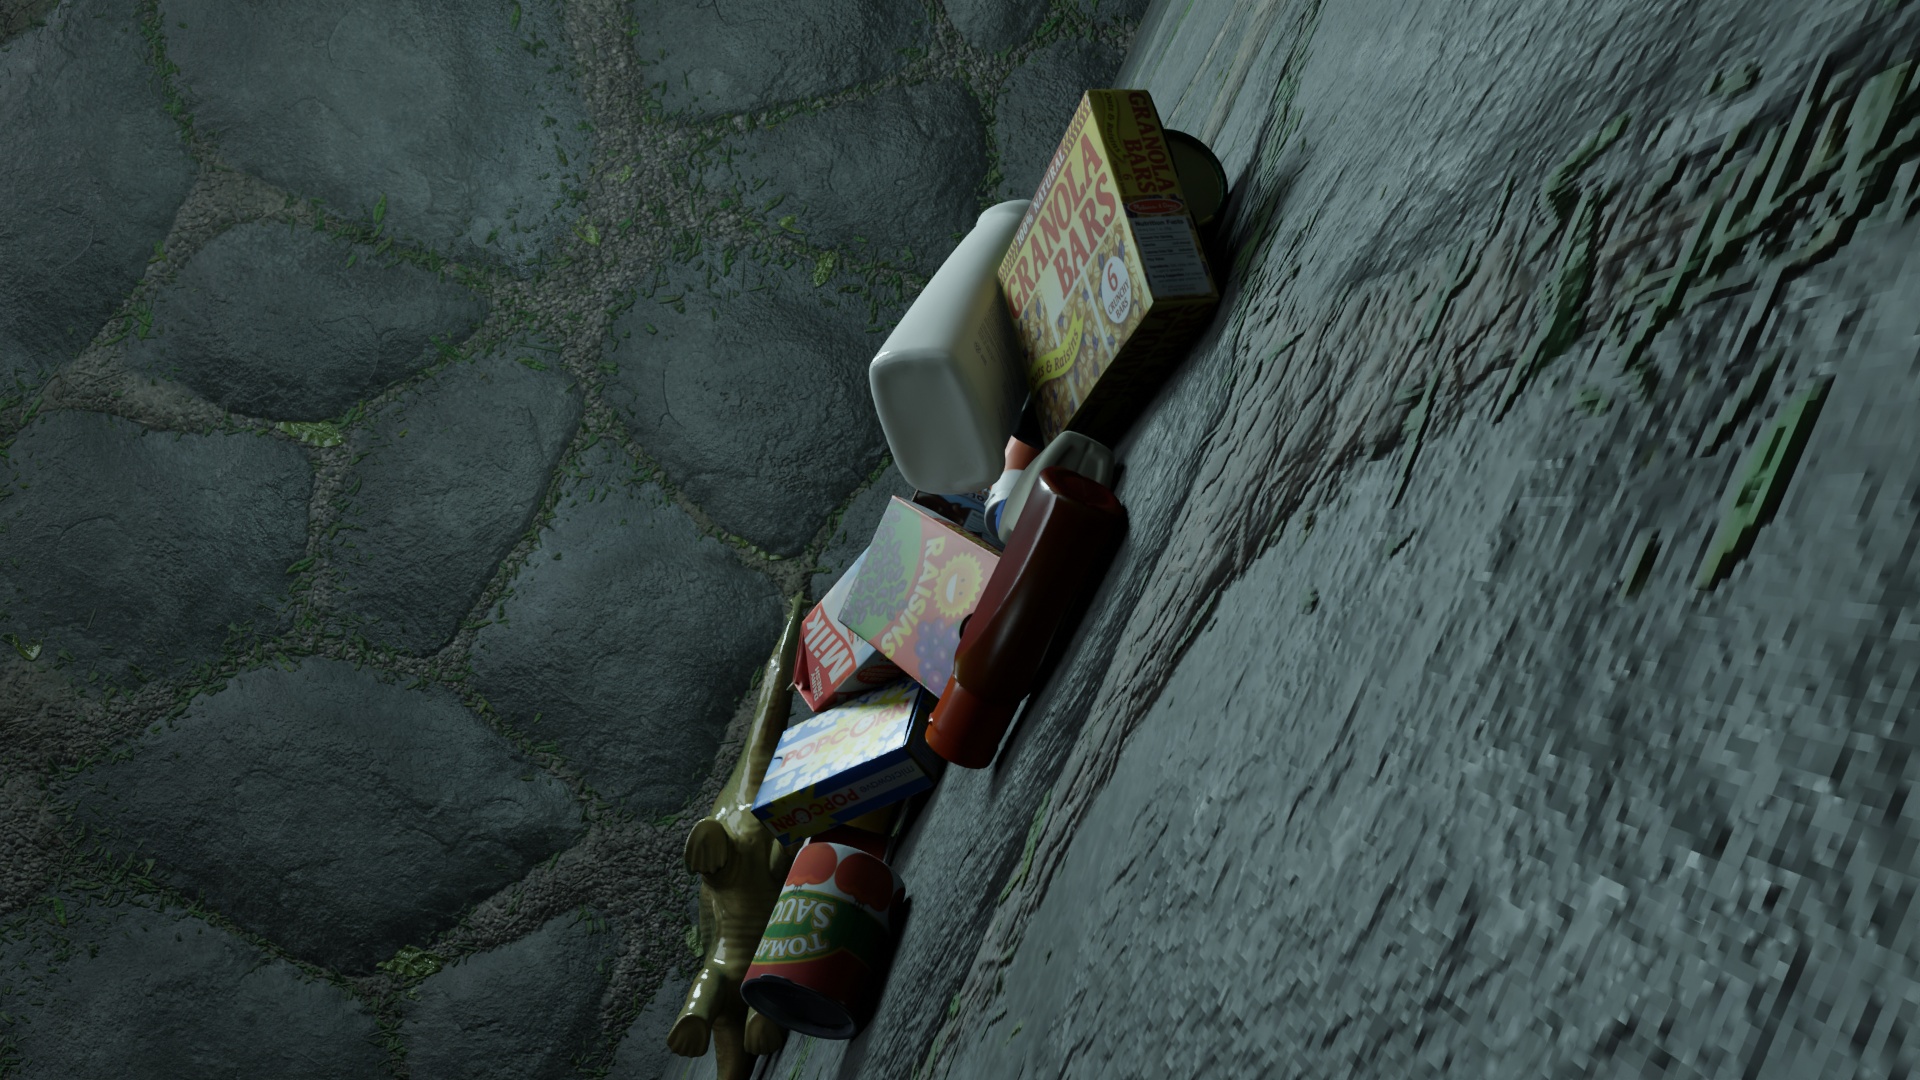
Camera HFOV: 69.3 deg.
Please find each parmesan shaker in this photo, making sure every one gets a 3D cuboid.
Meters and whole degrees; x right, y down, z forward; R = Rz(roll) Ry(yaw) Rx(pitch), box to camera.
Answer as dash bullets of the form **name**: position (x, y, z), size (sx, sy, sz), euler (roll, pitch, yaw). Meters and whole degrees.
- **parmesan shaker**: position (0.106, -0.182, 0.801), size (0.071, 0.071, 0.102), euler (-67, 7, -23)

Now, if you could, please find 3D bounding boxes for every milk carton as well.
- **milk carton**: position (-0.053, 0.067, 0.957), size (0.189, 0.072, 0.074), euler (-45, 47, 47)

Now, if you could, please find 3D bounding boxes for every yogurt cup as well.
- **yogurt cup**: position (-0.081, 0.219, 0.923), size (0.072, 0.054, 0.072), euler (-151, 85, -86)

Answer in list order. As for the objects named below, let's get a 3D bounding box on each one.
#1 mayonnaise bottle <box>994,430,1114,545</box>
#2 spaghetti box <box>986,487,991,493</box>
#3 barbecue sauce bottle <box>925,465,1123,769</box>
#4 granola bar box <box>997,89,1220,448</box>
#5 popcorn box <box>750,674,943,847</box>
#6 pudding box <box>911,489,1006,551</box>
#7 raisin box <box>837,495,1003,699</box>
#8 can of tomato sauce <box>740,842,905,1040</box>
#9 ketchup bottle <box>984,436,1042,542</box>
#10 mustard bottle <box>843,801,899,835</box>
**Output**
- **mayonnaise bottle**: position (0.048, -0.019, 0.776), size (0.148, 0.041, 0.065), euler (136, 158, -81)
- **spaghetti box**: position (0.007, 0.023, 1.101), size (0.050, 0.029, 0.249), euler (-91, 26, -82)
- **barbecue sauce bottle**: position (0.028, 0.039, 0.671), size (0.065, 0.044, 0.148), euler (-80, 15, -74)
- **granola bar box**: position (0.073, -0.137, 0.739), size (0.164, 0.039, 0.124), euler (123, 136, -63)
- **popcorn box**: position (-0.068, 0.141, 0.910), size (0.126, 0.038, 0.085), euler (-26, 23, 23)
- **pudding box**: position (0.003, -0.012, 0.974), size (0.030, 0.084, 0.049), euler (-75, 10, -65)
- **raisin box**: position (-0.012, 0.034, 0.801), size (0.123, 0.040, 0.086), euler (31, 97, 50)
- **can of tomato sauce**: position (-0.074, 0.215, 0.753), size (0.070, 0.071, 0.083), euler (120, 174, -51)
- **ketchup bottle**: position (0.045, -0.053, 0.963), size (0.064, 0.043, 0.149), euler (-53, 11, 34)
- **mustard bottle**: position (-0.074, 0.195, 0.998), size (0.065, 0.049, 0.160), euler (153, 141, -81)
